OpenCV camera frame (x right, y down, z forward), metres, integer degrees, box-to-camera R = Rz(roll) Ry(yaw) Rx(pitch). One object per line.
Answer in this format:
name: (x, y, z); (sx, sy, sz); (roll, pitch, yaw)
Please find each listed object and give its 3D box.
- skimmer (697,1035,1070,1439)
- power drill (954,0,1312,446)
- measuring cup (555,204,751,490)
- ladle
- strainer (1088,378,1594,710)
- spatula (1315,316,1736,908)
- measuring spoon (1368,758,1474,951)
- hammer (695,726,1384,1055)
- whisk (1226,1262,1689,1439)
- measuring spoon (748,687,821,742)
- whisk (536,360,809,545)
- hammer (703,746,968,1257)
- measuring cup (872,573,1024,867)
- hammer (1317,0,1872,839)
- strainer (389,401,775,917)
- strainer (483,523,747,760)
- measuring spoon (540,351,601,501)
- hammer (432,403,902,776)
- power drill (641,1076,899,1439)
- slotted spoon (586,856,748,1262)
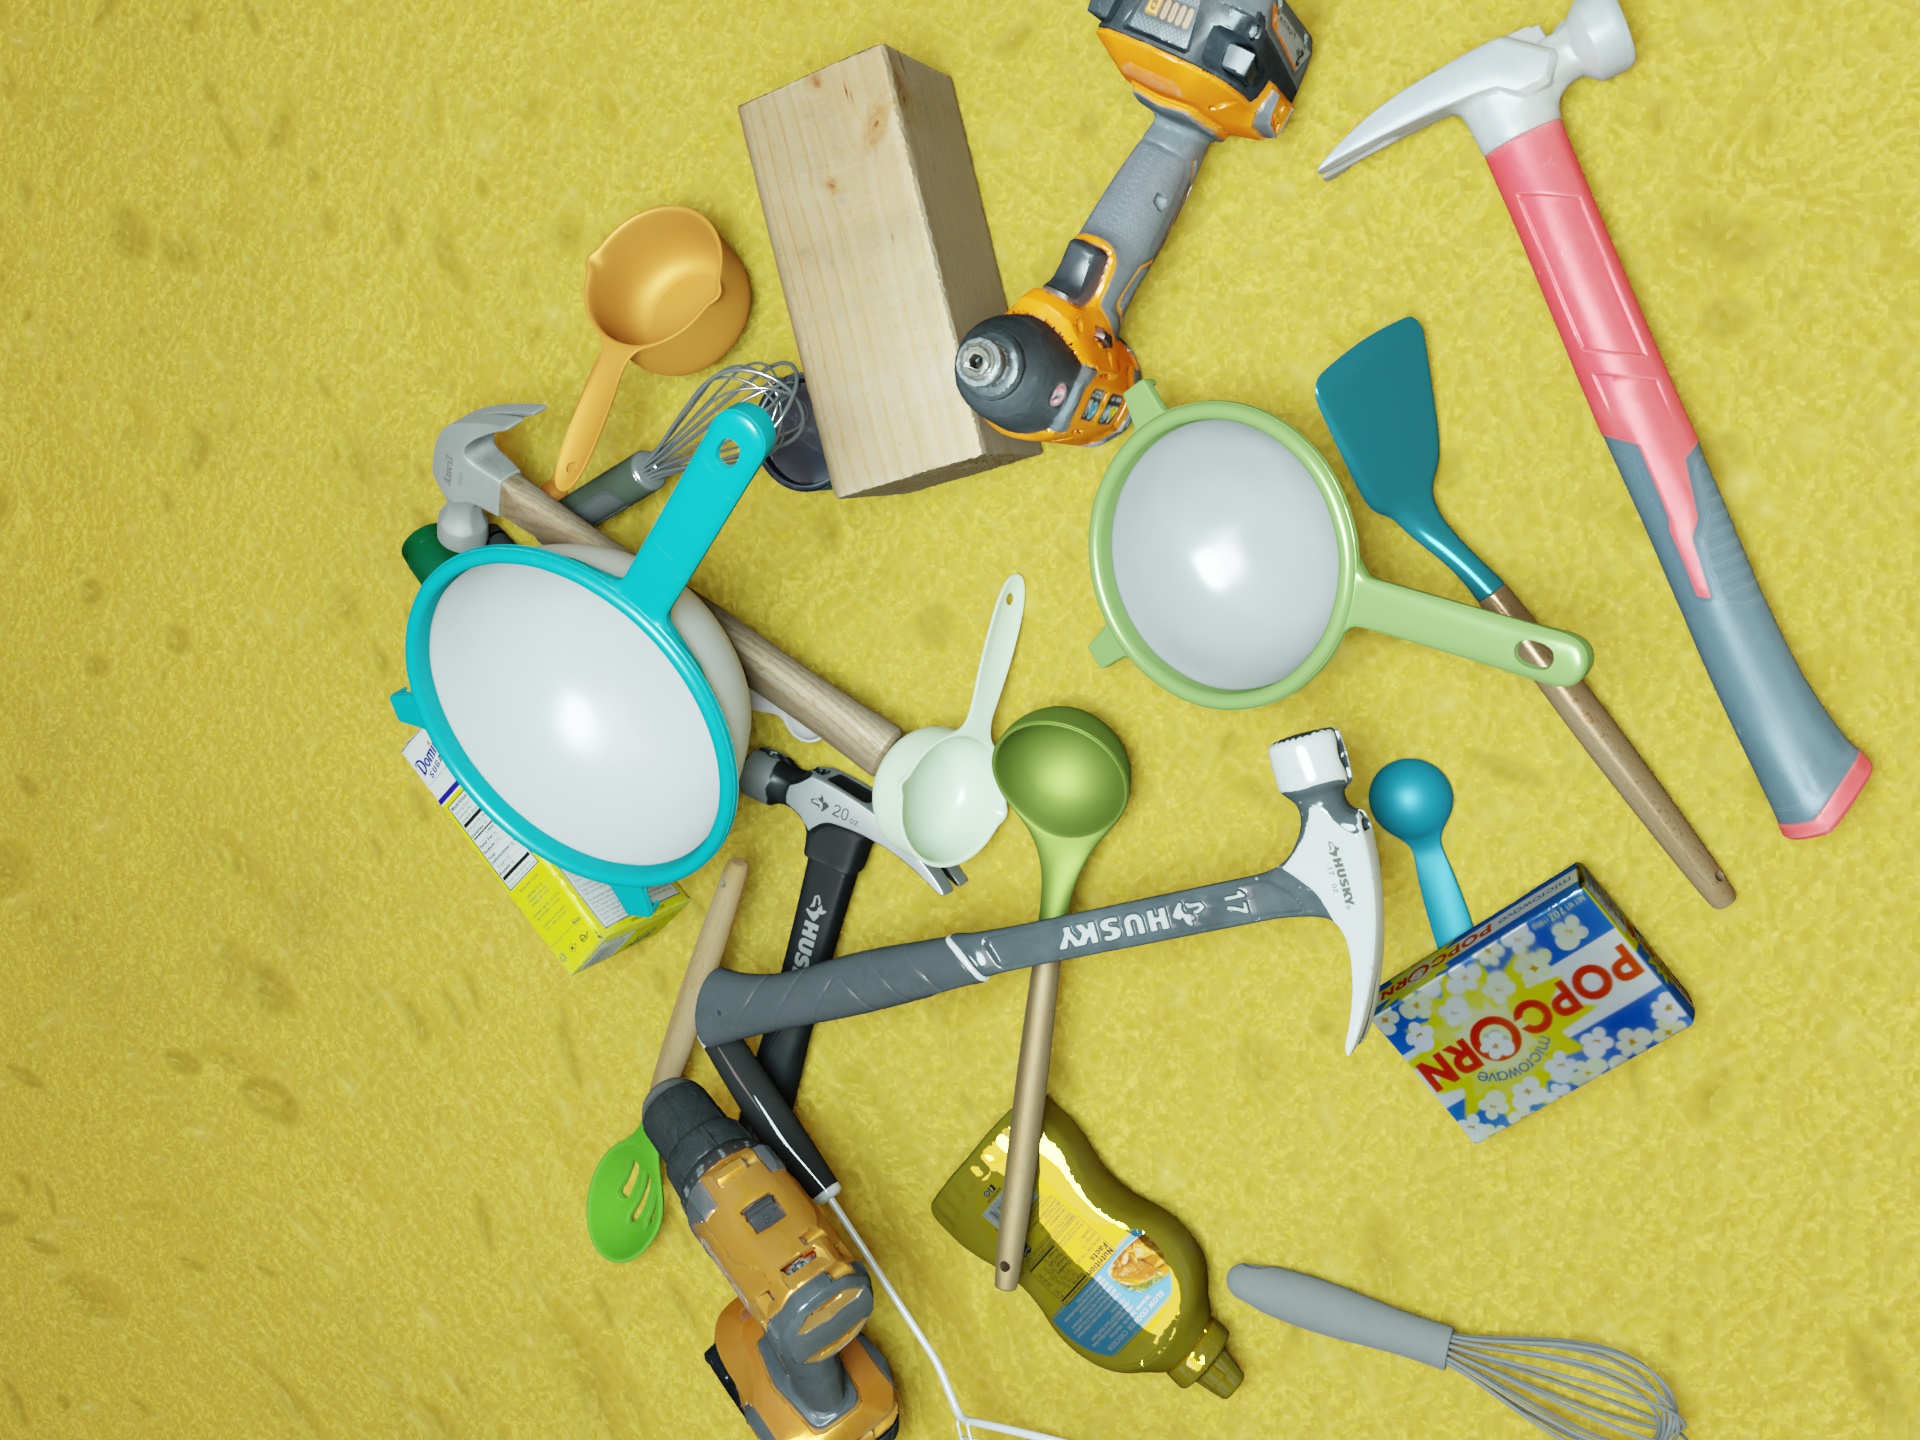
skimmer: (-0.018, 0.307, 0.919); (0.090, 0.127, 0.363); (-33, 76, -19)
power drill: (0.072, -0.237, 0.748); (0.084, 0.164, 0.226); (31, 108, 17)
measuring cup: (-0.178, -0.201, 0.898); (0.095, 0.052, 0.173); (20, 85, 24)
ladle: (0.040, 0.151, 0.858); (0.078, 0.062, 0.320); (7, 90, 23)
strainer: (0.182, -0.068, 0.760); (0.256, 0.069, 0.151); (22, 117, 34)
spatula: (0.274, -0.043, 0.754); (0.317, 0.082, 0.044); (54, 151, 2)
measuring spoon: (0.240, 0.082, 0.806); (0.042, 0.021, 0.128); (-18, 92, 25)
hammer: (0.023, 0.125, 0.830); (0.409, 0.036, 0.149); (-17, 87, 29)
whisk: (0.253, 0.330, 0.833); (0.239, 0.055, 0.055); (11, 104, 26)
measuring spoon: (-0.124, -0.017, 0.959); (0.124, 0.018, 0.034); (18, 104, 27)
whisk: (-0.174, -0.146, 0.916); (0.246, 0.057, 0.059); (-19, 52, 41)
hammer: (-0.101, 0.193, 0.972); (0.146, 0.035, 0.334); (22, 108, 20)
measuring cup: (-0.001, -0.003, 0.885); (0.038, 0.083, 0.167); (14, 87, 48)
hammer: (0.302, -0.122, 0.731); (0.143, 0.038, 0.386); (-23, 90, 23)
strainer: (-0.162, -0.055, 0.841); (0.211, 0.095, 0.340); (40, 130, 0)
strainer: (-0.227, -0.043, 0.985); (0.258, 0.050, 0.086); (44, 128, 15)
measuring spoon: (-0.234, -0.180, 0.977); (0.021, 0.011, 0.117); (35, 111, 15)
hammer: (-0.173, -0.073, 0.920); (0.331, 0.031, 0.130); (34, 139, 10)
power drill: (-0.114, 0.323, 0.919); (0.186, 0.084, 0.226); (40, 148, 38)
slotted spoon: (-0.179, 0.216, 0.995); (0.070, 0.031, 0.313); (39, 120, 34)
